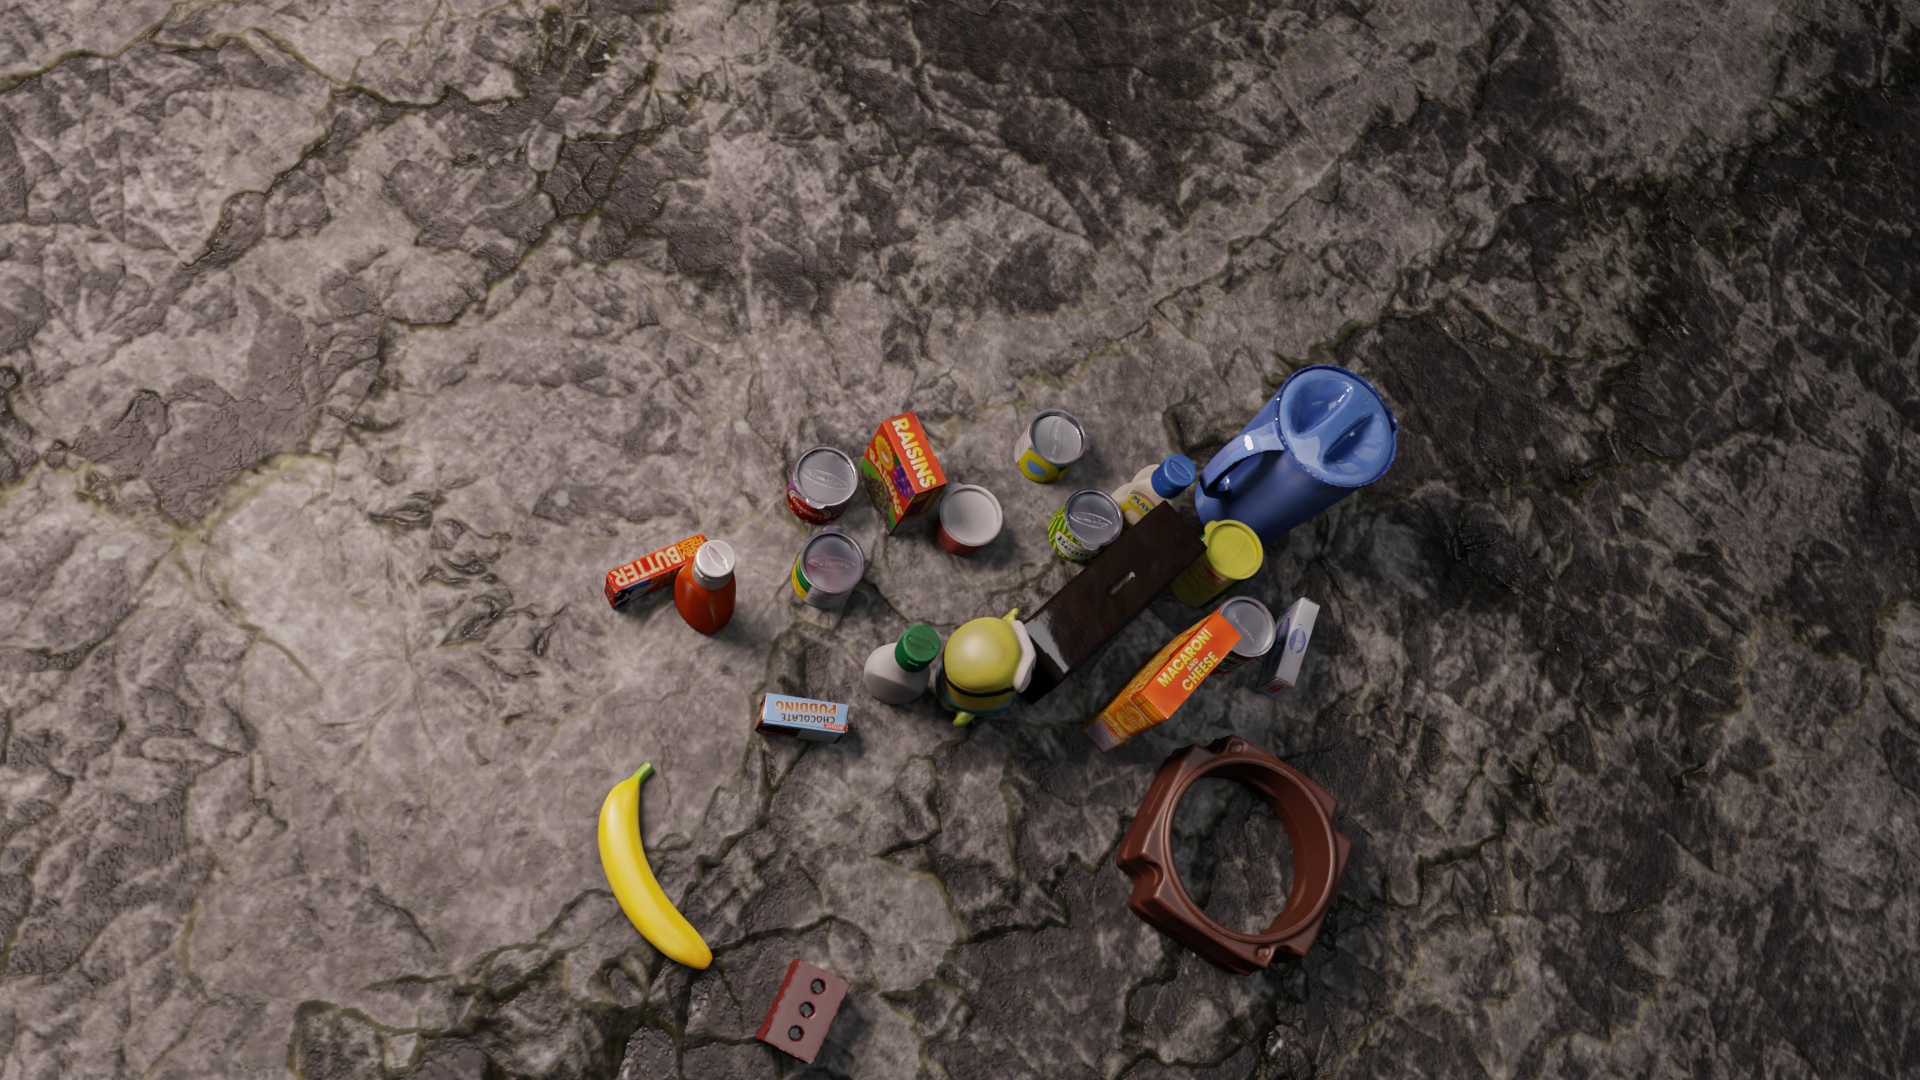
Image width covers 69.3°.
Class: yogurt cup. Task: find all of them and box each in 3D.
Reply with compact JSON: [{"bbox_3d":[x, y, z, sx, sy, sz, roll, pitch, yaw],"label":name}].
[{"bbox_3d":[0.005,-0.018,1.464,0.072,0.053,0.072,6,68,-14],"label":"yogurt cup"}]

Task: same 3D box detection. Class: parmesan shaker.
[{"bbox_3d":[0.271,0.024,1.497,0.071,0.102,0.071,6,69,-14],"label":"parmesan shaker"}]

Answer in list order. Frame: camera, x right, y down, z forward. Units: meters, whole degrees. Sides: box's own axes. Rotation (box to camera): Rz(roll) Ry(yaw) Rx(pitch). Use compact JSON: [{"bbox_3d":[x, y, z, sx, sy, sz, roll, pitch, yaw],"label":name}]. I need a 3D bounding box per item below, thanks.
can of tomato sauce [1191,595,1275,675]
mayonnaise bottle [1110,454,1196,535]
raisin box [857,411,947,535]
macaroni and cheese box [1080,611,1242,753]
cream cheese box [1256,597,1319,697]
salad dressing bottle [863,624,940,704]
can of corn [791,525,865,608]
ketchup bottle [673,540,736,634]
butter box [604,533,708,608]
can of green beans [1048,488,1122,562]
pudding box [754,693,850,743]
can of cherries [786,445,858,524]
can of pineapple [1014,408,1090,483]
[{"bbox_3d":[0.286,0.104,1.482,0.071,0.082,0.071,6,69,-14],"label":"can of tomato sauce"},{"bbox_3d":[0.205,-0.047,1.481,0.065,0.147,0.041,43,65,3],"label":"mayonnaise bottle"},{"bbox_3d":[-0.061,-0.067,1.425,0.040,0.123,0.086,-20,76,-22],"label":"raisin box"},{"bbox_3d":[0.198,0.144,1.395,0.040,0.165,0.124,46,65,4],"label":"macaroni and cheese box"},{"bbox_3d":[0.356,0.117,1.513,0.024,0.053,0.104,27,65,-5],"label":"cream cheese box"},{"bbox_3d":[-0.054,0.119,1.342,0.064,0.147,0.044,23,65,-7],"label":"salad dressing bottle"},{"bbox_3d":[-0.134,0.027,1.404,0.071,0.058,0.071,6,68,-14],"label":"can of corn"},{"bbox_3d":[-0.240,0.042,1.318,0.044,0.148,0.065,-38,84,-25],"label":"ketchup bottle"},{"bbox_3d":[-0.296,0.030,1.359,0.104,0.053,0.024,-25,78,-23],"label":"butter box"},{"bbox_3d":[0.134,-0.015,1.498,0.071,0.057,0.071,6,68,-14],"label":"can of green beans"},{"bbox_3d":[-0.154,0.173,1.347,0.084,0.049,0.030,10,68,-12],"label":"pudding box"},{"bbox_3d":[-0.145,-0.055,1.432,0.071,0.058,0.072,6,68,-14],"label":"can of cherries"},{"bbox_3d":[0.099,-0.101,1.521,0.071,0.057,0.071,6,68,-14],"label":"can of pineapple"}]
